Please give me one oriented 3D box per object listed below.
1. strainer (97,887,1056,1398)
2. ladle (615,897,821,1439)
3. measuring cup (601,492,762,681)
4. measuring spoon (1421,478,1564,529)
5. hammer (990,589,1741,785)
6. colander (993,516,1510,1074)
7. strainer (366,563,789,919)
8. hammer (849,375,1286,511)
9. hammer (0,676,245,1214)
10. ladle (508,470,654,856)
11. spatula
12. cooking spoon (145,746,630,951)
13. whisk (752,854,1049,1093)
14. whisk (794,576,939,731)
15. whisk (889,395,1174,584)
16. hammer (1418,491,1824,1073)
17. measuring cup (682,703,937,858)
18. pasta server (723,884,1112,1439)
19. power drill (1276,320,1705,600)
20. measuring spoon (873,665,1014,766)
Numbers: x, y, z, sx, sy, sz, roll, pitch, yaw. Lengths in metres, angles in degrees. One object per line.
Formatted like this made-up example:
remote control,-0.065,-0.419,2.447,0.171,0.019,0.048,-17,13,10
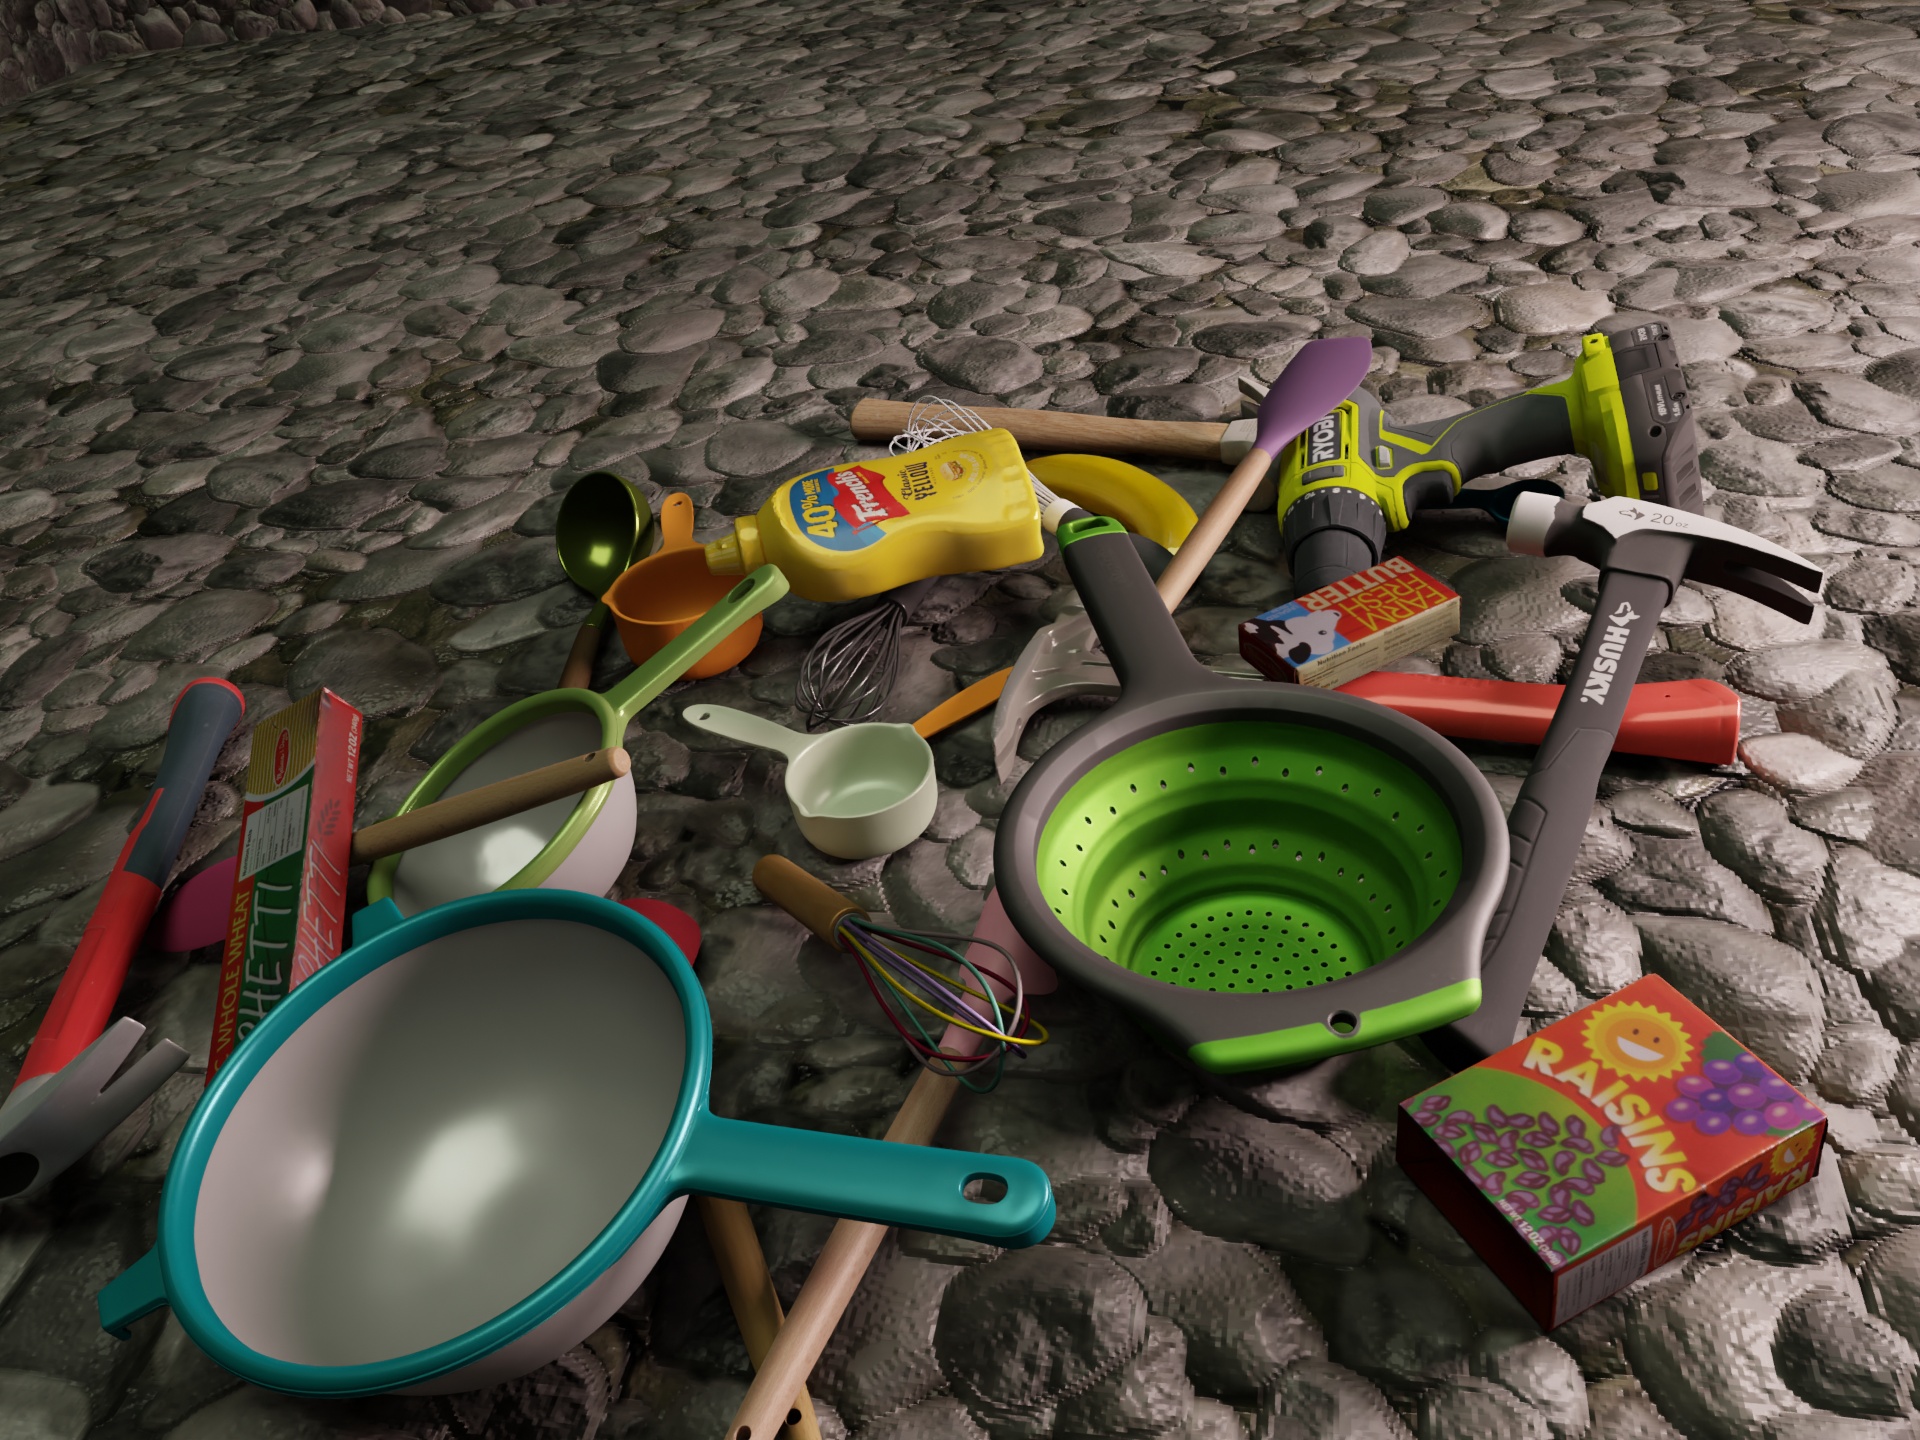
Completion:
strainer,-0.124,0.175,0.590,0.340,0.095,0.211,2,45,19
ladle,-0.112,0.170,0.661,0.069,0.031,0.316,-21,39,-12
measuring cup,-0.171,-0.086,0.997,0.095,0.052,0.174,-13,34,-3
measuring spoon,0.304,-0.129,0.974,0.129,0.021,0.042,8,48,37
hammer,0.199,-0.006,0.813,0.359,0.036,0.149,6,39,21
colander,0.106,0.032,0.733,0.204,0.094,0.398,-12,36,-3
strainer,-0.174,0.026,0.794,0.256,0.069,0.152,-42,36,-8
hammer,0.075,-0.203,1.110,0.331,0.031,0.130,9,41,24
hammer,-0.411,0.077,0.810,0.143,0.038,0.387,-37,31,12
ladle,-0.237,-0.042,0.952,0.078,0.062,0.320,-37,30,28
spatula,0.165,-0.137,0.920,0.060,0.018,0.316,7,47,38
cooking spoon,-0.288,0.060,0.775,0.319,0.017,0.069,-17,36,25
whisk,-0.035,0.099,0.685,0.047,0.051,0.245,-16,17,-25
whisk,-0.041,-0.067,0.945,0.055,0.055,0.239,4,35,18
whisk,0.045,-0.137,0.992,0.070,0.070,0.285,-28,40,-23
hammer,0.280,0.020,0.714,0.146,0.035,0.335,15,54,27
measuring cup,-0.084,0.027,0.837,0.168,0.038,0.083,18,45,35
pasta server,-0.013,0.161,0.636,0.060,0.040,0.316,8,40,23
power drill,0.294,-0.138,0.910,0.228,0.080,0.191,-10,40,22
measuring spoon,-0.001,-0.003,0.881,0.117,0.011,0.021,-31,41,-31
